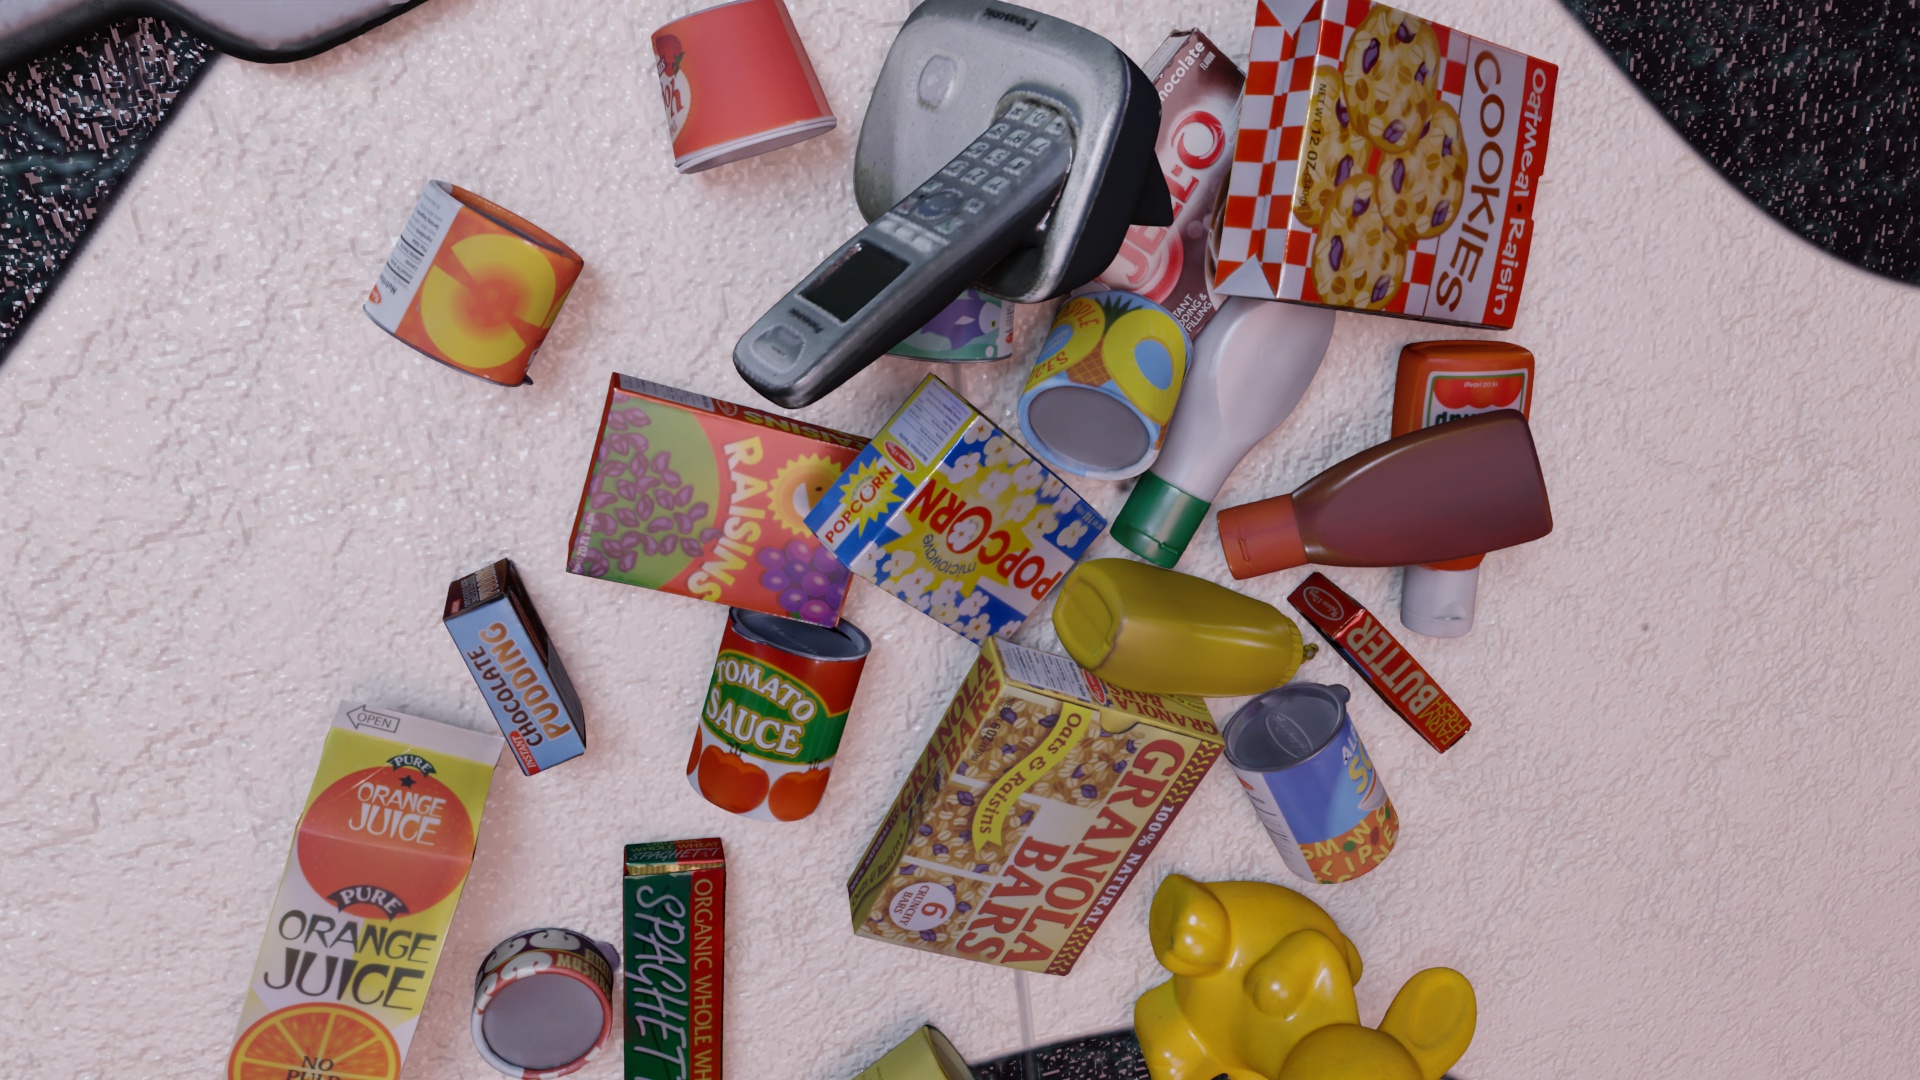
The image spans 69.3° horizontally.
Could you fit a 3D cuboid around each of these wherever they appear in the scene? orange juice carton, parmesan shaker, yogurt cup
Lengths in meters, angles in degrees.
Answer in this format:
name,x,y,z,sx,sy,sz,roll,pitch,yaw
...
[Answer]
name,x,y,z,sx,sy,sz,roll,pitch,yaw
orange juice carton,-0.264,0.163,0.615,0.072,0.073,0.192,17,102,-19
parmesan shaker,-0.039,0.313,0.725,0.103,0.071,0.071,-36,113,-1
yogurt cup,-0.089,-0.182,0.554,0.072,0.072,0.053,-18,104,-8

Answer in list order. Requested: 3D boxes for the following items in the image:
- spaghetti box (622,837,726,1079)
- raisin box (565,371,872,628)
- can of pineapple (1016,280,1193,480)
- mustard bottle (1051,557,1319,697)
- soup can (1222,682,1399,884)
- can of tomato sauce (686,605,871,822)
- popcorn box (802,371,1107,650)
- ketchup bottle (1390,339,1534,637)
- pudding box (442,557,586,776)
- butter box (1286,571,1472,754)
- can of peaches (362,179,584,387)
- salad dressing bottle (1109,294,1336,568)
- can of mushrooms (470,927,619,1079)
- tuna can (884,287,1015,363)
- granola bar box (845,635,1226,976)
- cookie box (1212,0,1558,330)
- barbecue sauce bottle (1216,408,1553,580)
name,x,y,z,sx,sy,sz,roll,pitch,yaw
spaghetti box,-0.145,0.266,0.704,0.050,0.029,0.249,-1,108,-14
raisin box,-0.103,-0.017,0.617,0.123,0.040,0.086,14,103,-19
can of pineapple,0.063,-0.070,0.617,0.071,0.071,0.058,39,54,-22
mustard bottle,0.122,0.049,0.683,0.160,0.065,0.048,13,117,-33
soup can,0.186,0.125,0.724,0.071,0.071,0.083,-32,113,-3
can of tomato sauce,-0.085,0.077,0.636,0.071,0.071,0.083,13,105,-18
popcorn box,0.002,-0.008,0.619,0.085,0.038,0.126,-49,142,5
ketchup bottle,0.249,-0.026,0.704,0.065,0.044,0.148,-2,109,-4
pudding box,-0.195,0.055,0.611,0.030,0.050,0.083,-23,113,-8
butter box,0.217,0.063,0.720,0.024,0.053,0.103,-45,113,5
can of peaches,-0.190,-0.101,0.553,0.071,0.071,0.058,27,99,-21
salad dressing bottle,0.122,-0.058,0.660,0.064,0.044,0.147,23,102,-30
can of mushrooms,-0.200,0.224,0.674,0.071,0.033,0.070,-4,108,-13
tuna can,-0.012,-0.098,0.600,0.071,0.071,0.032,0,107,-14
granola bar box,0.034,0.136,0.681,0.124,0.039,0.164,18,116,-23
cookie box,0.192,-0.160,0.610,0.168,0.040,0.122,0,102,-36
barbecue sauce bottle,0.200,-0.015,0.668,0.148,0.044,0.064,-15,99,16
